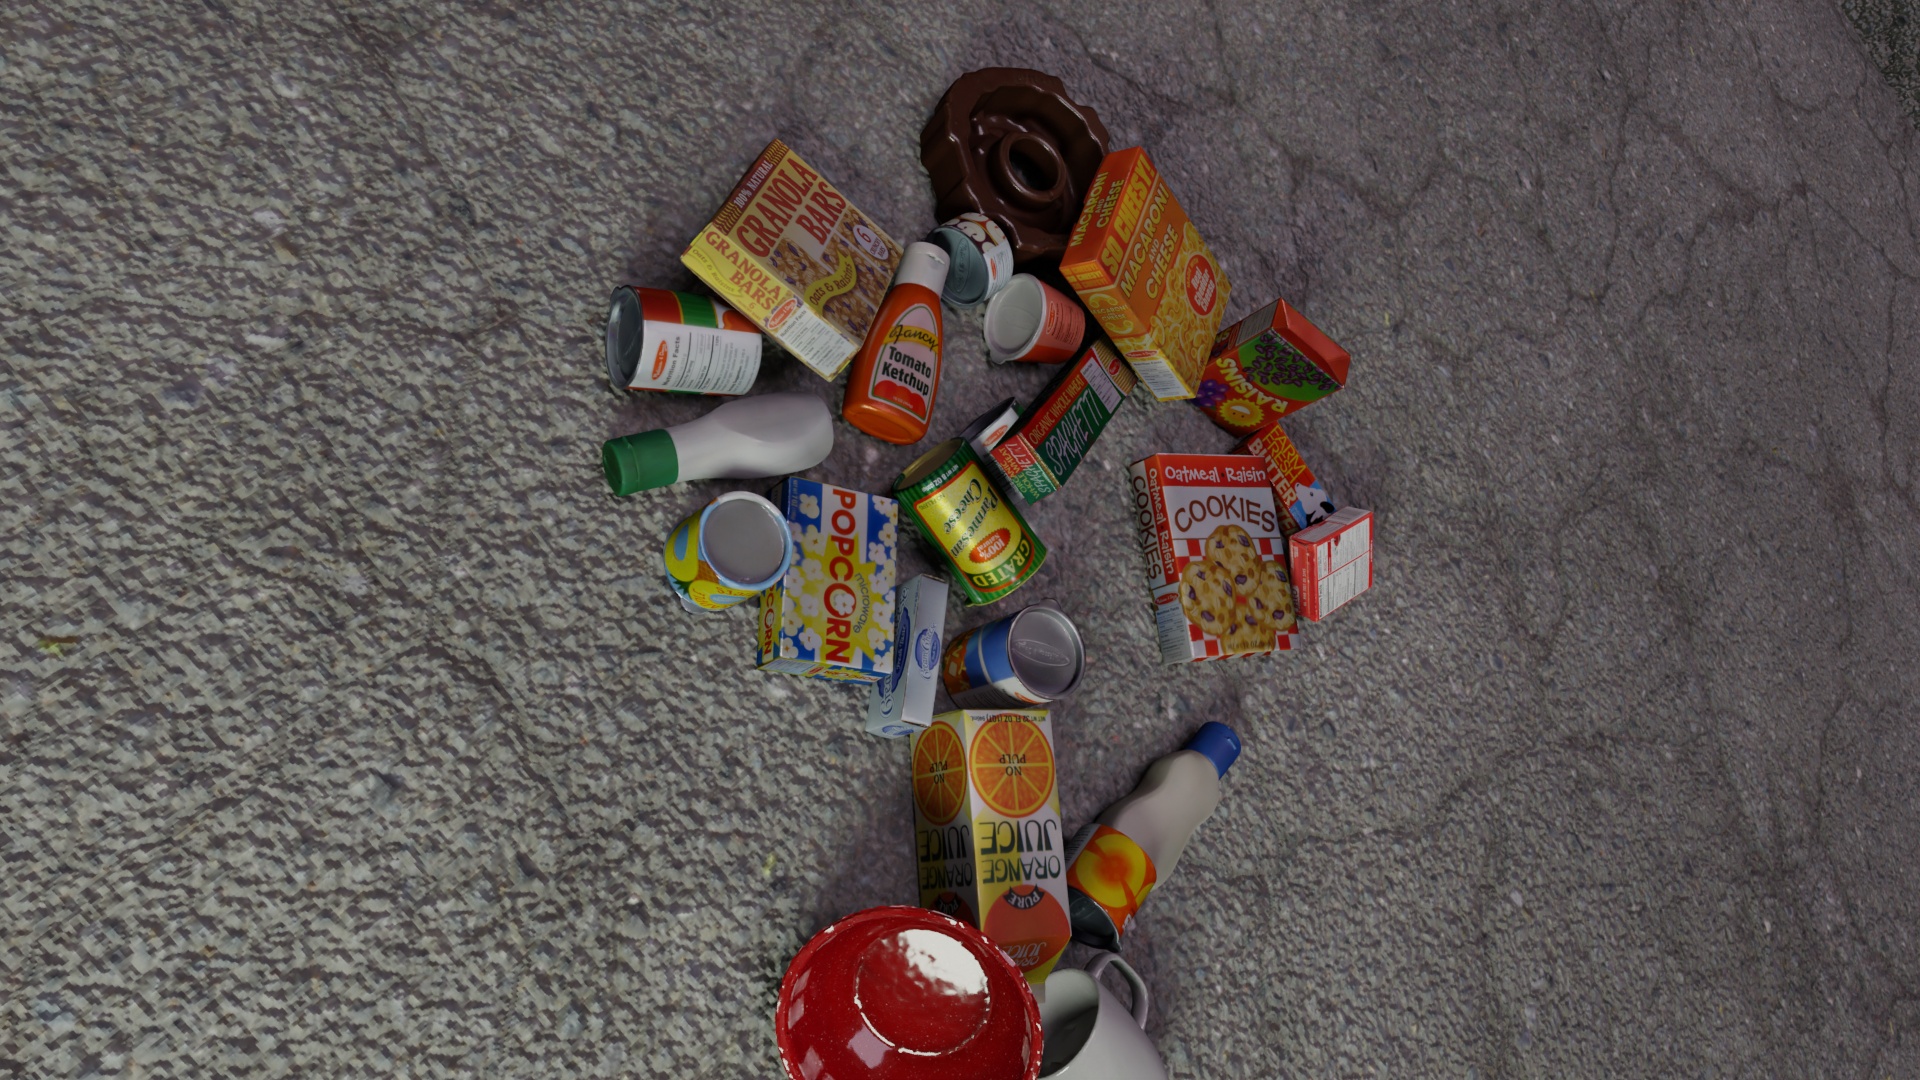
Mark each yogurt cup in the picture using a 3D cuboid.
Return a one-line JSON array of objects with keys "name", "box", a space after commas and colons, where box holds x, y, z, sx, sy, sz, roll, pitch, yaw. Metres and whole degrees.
[{"name": "yogurt cup", "box": [0.060, -0.169, 1.080, 0.054, 0.072, 0.072, 9, 70, -40]}]

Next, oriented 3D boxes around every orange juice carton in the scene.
[{"name": "orange juice carton", "box": [0.020, 0.211, 0.922, 0.072, 0.073, 0.193, 5, 72, -33]}]

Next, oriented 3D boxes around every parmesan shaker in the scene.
[{"name": "parmesan shaker", "box": [0.004, -0.012, 0.983, 0.103, 0.071, 0.072, 53, 54, -16]}]

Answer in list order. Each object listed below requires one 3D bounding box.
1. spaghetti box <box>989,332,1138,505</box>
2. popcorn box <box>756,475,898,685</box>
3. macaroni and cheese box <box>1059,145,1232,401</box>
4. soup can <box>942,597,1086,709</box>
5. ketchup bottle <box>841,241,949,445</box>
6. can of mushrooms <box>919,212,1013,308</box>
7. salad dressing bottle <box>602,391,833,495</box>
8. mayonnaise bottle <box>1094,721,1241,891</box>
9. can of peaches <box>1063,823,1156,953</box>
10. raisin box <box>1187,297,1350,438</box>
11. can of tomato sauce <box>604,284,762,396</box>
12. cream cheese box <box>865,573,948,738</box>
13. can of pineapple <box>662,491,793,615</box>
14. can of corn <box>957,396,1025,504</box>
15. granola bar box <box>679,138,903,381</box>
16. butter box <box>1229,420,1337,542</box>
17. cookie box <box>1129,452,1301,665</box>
[{"name": "spaghetti box", "box": [0.082, -0.096, 1.031, 0.050, 0.028, 0.251, 53, 30, -8]}, {"name": "popcorn box", "box": [-0.088, 0.027, 0.931, 0.085, 0.038, 0.127, 13, 68, -31]}, {"name": "macaroni and cheese box", "box": [0.151, -0.210, 1.113, 0.166, 0.040, 0.124, 45, 55, -39]}, {"name": "soup can", "box": [0.037, 0.083, 0.968, 0.071, 0.083, 0.071, 11, 69, -31]}, {"name": "ketchup bottle", "box": [-0.041, -0.147, 1.014, 0.065, 0.043, 0.149, 25, 65, -27]}, {"name": "can of mushrooms", "box": [0.004, -0.214, 1.057, 0.033, 0.071, 0.071, -37, 97, -36]}, {"name": "salad dressing bottle", "box": [-0.157, -0.062, 0.907, 0.148, 0.043, 0.064, -15, 44, -30]}, {"name": "mayonnaise bottle", "box": [0.159, 0.194, 1.041, 0.149, 0.041, 0.064, -40, 100, -37]}, {"name": "can of peaches", "box": [0.097, 0.241, 0.966, 0.071, 0.071, 0.058, 50, 54, -10]}, {"name": "raisin box", "box": [0.249, -0.141, 1.159, 0.086, 0.123, 0.040, 34, 58, -21]}, {"name": "can of tomato sauce", "box": [-0.181, -0.130, 0.905, 0.083, 0.071, 0.071, 1, 75, -34]}, {"name": "cream cheese box", "box": [-0.036, 0.079, 0.940, 0.024, 0.053, 0.104, 19, 65, -26]}, {"name": "can of pineapple", "box": [-0.148, 0.009, 0.885, 0.071, 0.057, 0.071, 11, 69, -31]}, {"name": "can of corn", "box": [0.032, -0.064, 1.027, 0.058, 0.071, 0.071, 50, 55, -11]}, {"name": "granola bar box", "box": [-0.110, -0.195, 0.949, 0.124, 0.039, 0.166, 39, 31, -17]}, {"name": "butter box", "box": [0.282, -0.051, 1.214, 0.053, 0.024, 0.103, -41, 99, -36]}, {"name": "cookie box", "box": [0.207, 0.013, 1.133, 0.123, 0.040, 0.167, -1, 76, -34]}]
